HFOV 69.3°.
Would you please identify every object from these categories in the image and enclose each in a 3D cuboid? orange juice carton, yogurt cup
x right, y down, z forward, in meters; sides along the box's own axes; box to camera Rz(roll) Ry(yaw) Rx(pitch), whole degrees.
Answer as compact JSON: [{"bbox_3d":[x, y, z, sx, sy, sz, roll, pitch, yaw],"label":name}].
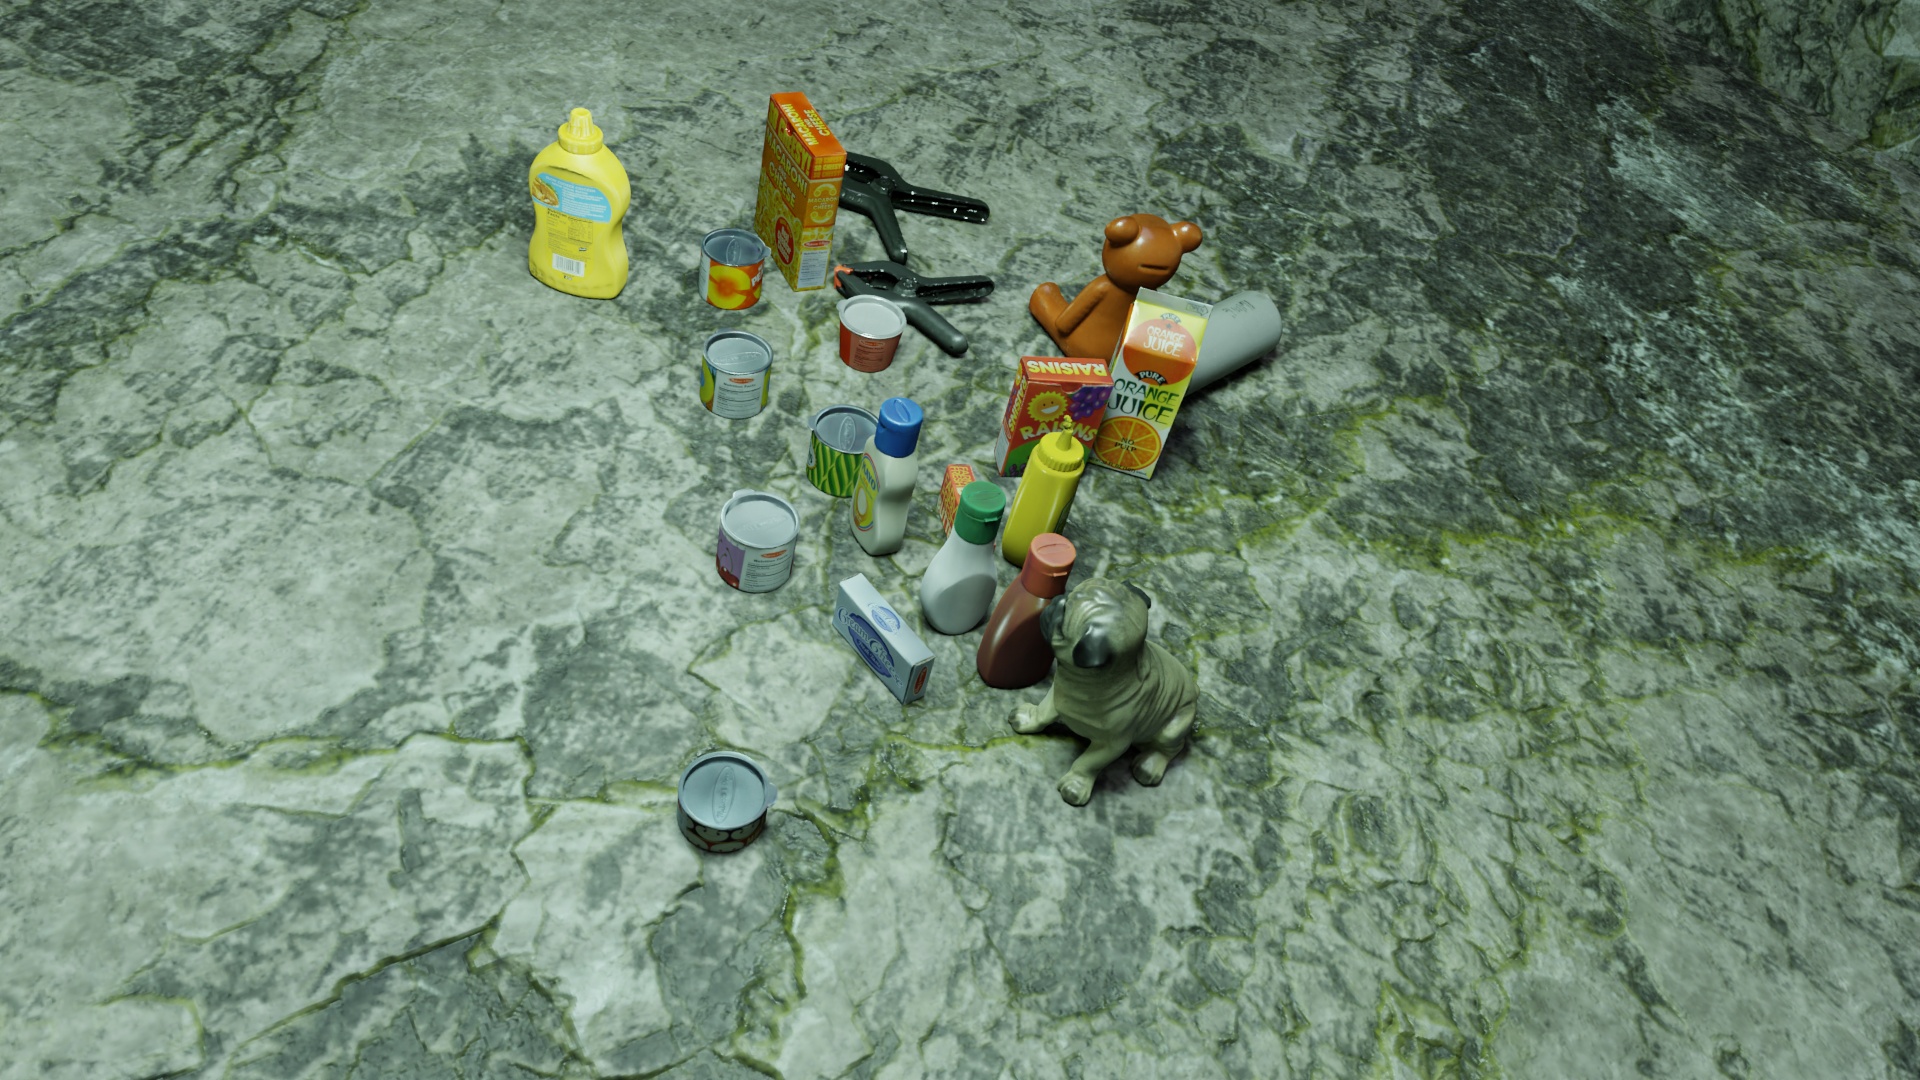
[{"bbox_3d":[0.179,-0.157,1.338,0.072,0.191,0.073,16,44,0],"label":"orange juice carton"},{"bbox_3d":[-0.092,-0.208,1.410,0.072,0.053,0.073,8,44,-8],"label":"yogurt cup"}]

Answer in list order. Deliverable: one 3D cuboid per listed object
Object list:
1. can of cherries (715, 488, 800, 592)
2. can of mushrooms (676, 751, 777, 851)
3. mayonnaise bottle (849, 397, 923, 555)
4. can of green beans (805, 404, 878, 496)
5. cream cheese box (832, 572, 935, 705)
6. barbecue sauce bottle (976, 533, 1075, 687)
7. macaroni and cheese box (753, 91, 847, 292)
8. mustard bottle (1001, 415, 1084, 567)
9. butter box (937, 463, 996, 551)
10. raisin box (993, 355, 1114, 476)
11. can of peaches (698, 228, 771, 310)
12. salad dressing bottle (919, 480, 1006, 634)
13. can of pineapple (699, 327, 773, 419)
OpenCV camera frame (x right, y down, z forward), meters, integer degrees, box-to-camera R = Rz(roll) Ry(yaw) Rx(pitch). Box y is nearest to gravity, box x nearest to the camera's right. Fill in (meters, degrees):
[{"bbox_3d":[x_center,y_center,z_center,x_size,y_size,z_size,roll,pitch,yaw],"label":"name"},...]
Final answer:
[{"bbox_3d":[-0.173,0.000,1.176,0.071,0.058,0.072,8,44,-8],"label":"can of cherries"},{"bbox_3d":[-0.169,0.189,1.005,0.071,0.033,0.071,8,44,-8],"label":"can of mushrooms"},{"bbox_3d":[-0.063,-0.057,1.200,0.041,0.147,0.065,-10,50,-24],"label":"mayonnaise bottle"},{"bbox_3d":[-0.107,-0.082,1.277,0.071,0.057,0.071,8,44,-8],"label":"can of green beans"},{"bbox_3d":[-0.064,0.080,1.131,0.024,0.053,0.104,-24,56,-34],"label":"cream cheese box"},{"bbox_3d":[0.057,0.058,1.120,0.065,0.147,0.044,-7,49,-22],"label":"barbecue sauce bottle"},{"bbox_3d":[-0.172,-0.366,1.465,0.040,0.165,0.124,-13,51,-26],"label":"macaroni and cheese box"},{"bbox_3d":[0.077,-0.045,1.219,0.049,0.159,0.066,25,45,9],"label":"mustard bottle"},{"bbox_3d":[0.004,-0.016,1.246,0.024,0.052,0.104,-1,46,-17],"label":"butter box"},{"bbox_3d":[0.087,-0.116,1.319,0.086,0.122,0.040,1,46,-15],"label":"raisin box"},{"bbox_3d":[-0.235,-0.280,1.439,0.071,0.057,0.071,8,44,-8],"label":"can of peaches"},{"bbox_3d":[0.005,0.015,1.148,0.064,0.146,0.044,-9,49,-24],"label":"salad dressing bottle"},{"bbox_3d":[-0.214,-0.159,1.323,0.071,0.057,0.071,8,44,-8],"label":"can of pineapple"}]
